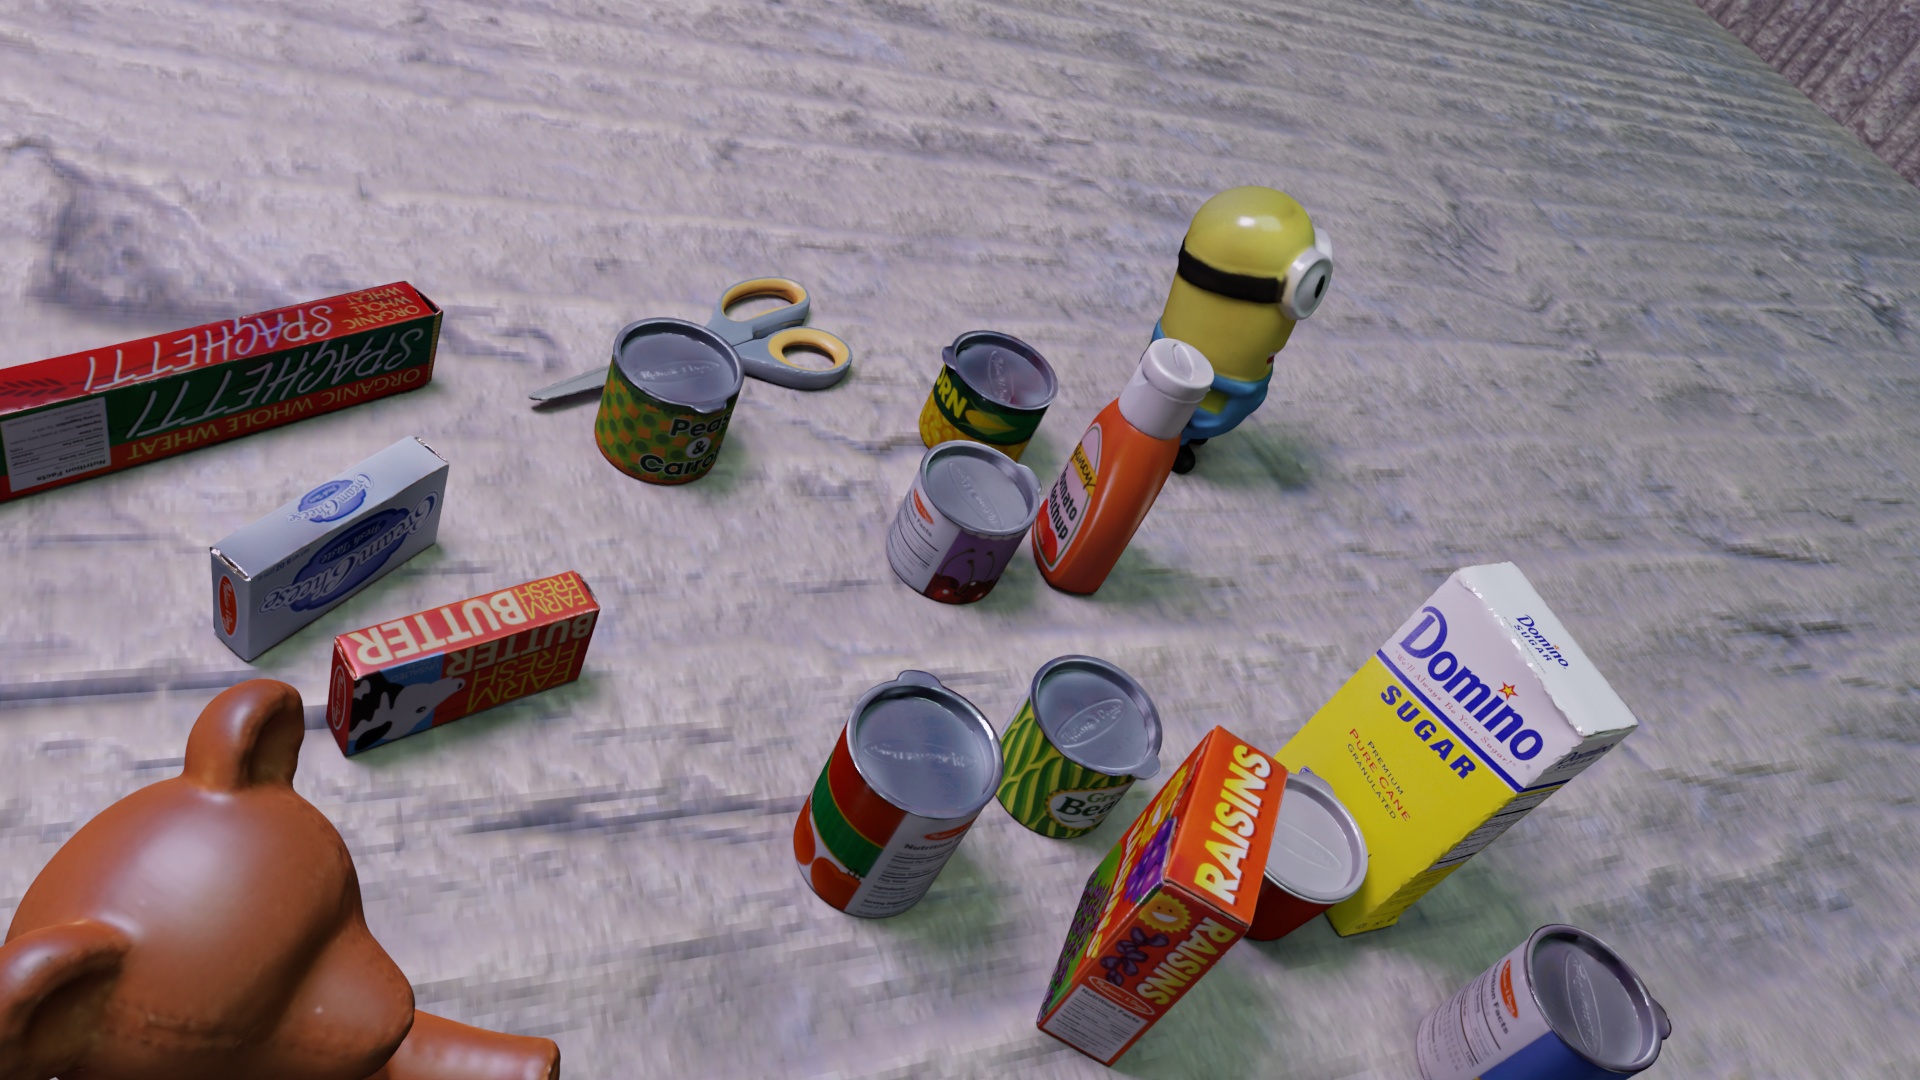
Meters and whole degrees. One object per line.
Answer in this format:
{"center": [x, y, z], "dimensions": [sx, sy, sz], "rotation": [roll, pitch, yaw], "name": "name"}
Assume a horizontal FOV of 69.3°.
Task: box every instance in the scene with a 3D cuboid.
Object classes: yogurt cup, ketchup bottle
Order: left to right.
{"center": [0.085, -0.040, 0.737], "dimensions": [0.043, 0.148, 0.065], "rotation": [11, 44, -19], "name": "ketchup bottle"}
{"center": [0.147, 0.151, 0.651], "dimensions": [0.072, 0.053, 0.073], "rotation": [15, 43, -14], "name": "yogurt cup"}

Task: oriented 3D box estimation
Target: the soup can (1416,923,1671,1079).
{"center": [0.256, 0.221, 0.616], "dimensions": [0.071, 0.083, 0.072], "rotation": [15, 43, -14], "name": "soup can"}

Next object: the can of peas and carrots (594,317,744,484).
{"center": [-0.148, -0.070, 0.711], "dimensions": [0.071, 0.058, 0.071], "rotation": [15, 43, -14], "name": "can of peas and carrots"}

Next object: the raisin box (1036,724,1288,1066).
{"center": [0.082, 0.146, 0.569], "dimensions": [0.040, 0.122, 0.086], "rotation": [30, 42, 2], "name": "raisin box"}

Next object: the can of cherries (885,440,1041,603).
{"center": [0.003, -0.009, 0.730], "dimensions": [0.071, 0.058, 0.072], "rotation": [15, 43, -14], "name": "can of cherries"}

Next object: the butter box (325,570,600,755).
{"center": [-0.203, 0.049, 0.568], "dimensions": [0.104, 0.052, 0.024], "rotation": [-18, 59, -39], "name": "butter box"}

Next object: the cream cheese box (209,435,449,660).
{"center": [-0.264, 0.001, 0.583], "dimensions": [0.024, 0.053, 0.104], "rotation": [35, 42, 8], "name": "cream cheese box"}

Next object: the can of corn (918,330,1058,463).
{"center": [0.013, -0.079, 0.806], "dimensions": [0.071, 0.058, 0.071], "rotation": [15, 43, -14], "name": "can of corn"}

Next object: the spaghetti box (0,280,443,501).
{"center": [-0.348, -0.062, 0.604], "dimensions": [0.029, 0.050, 0.251], "rotation": [45, 44, 18], "name": "spaghetti box"}

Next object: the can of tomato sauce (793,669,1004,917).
{"center": [-0.028, 0.107, 0.580], "dimensions": [0.071, 0.082, 0.071], "rotation": [15, 43, -14], "name": "can of tomato sauce"}

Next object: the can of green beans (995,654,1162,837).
{"center": [0.052, 0.097, 0.651], "dimensions": [0.071, 0.057, 0.071], "rotation": [15, 43, -14], "name": "can of green beans"}
